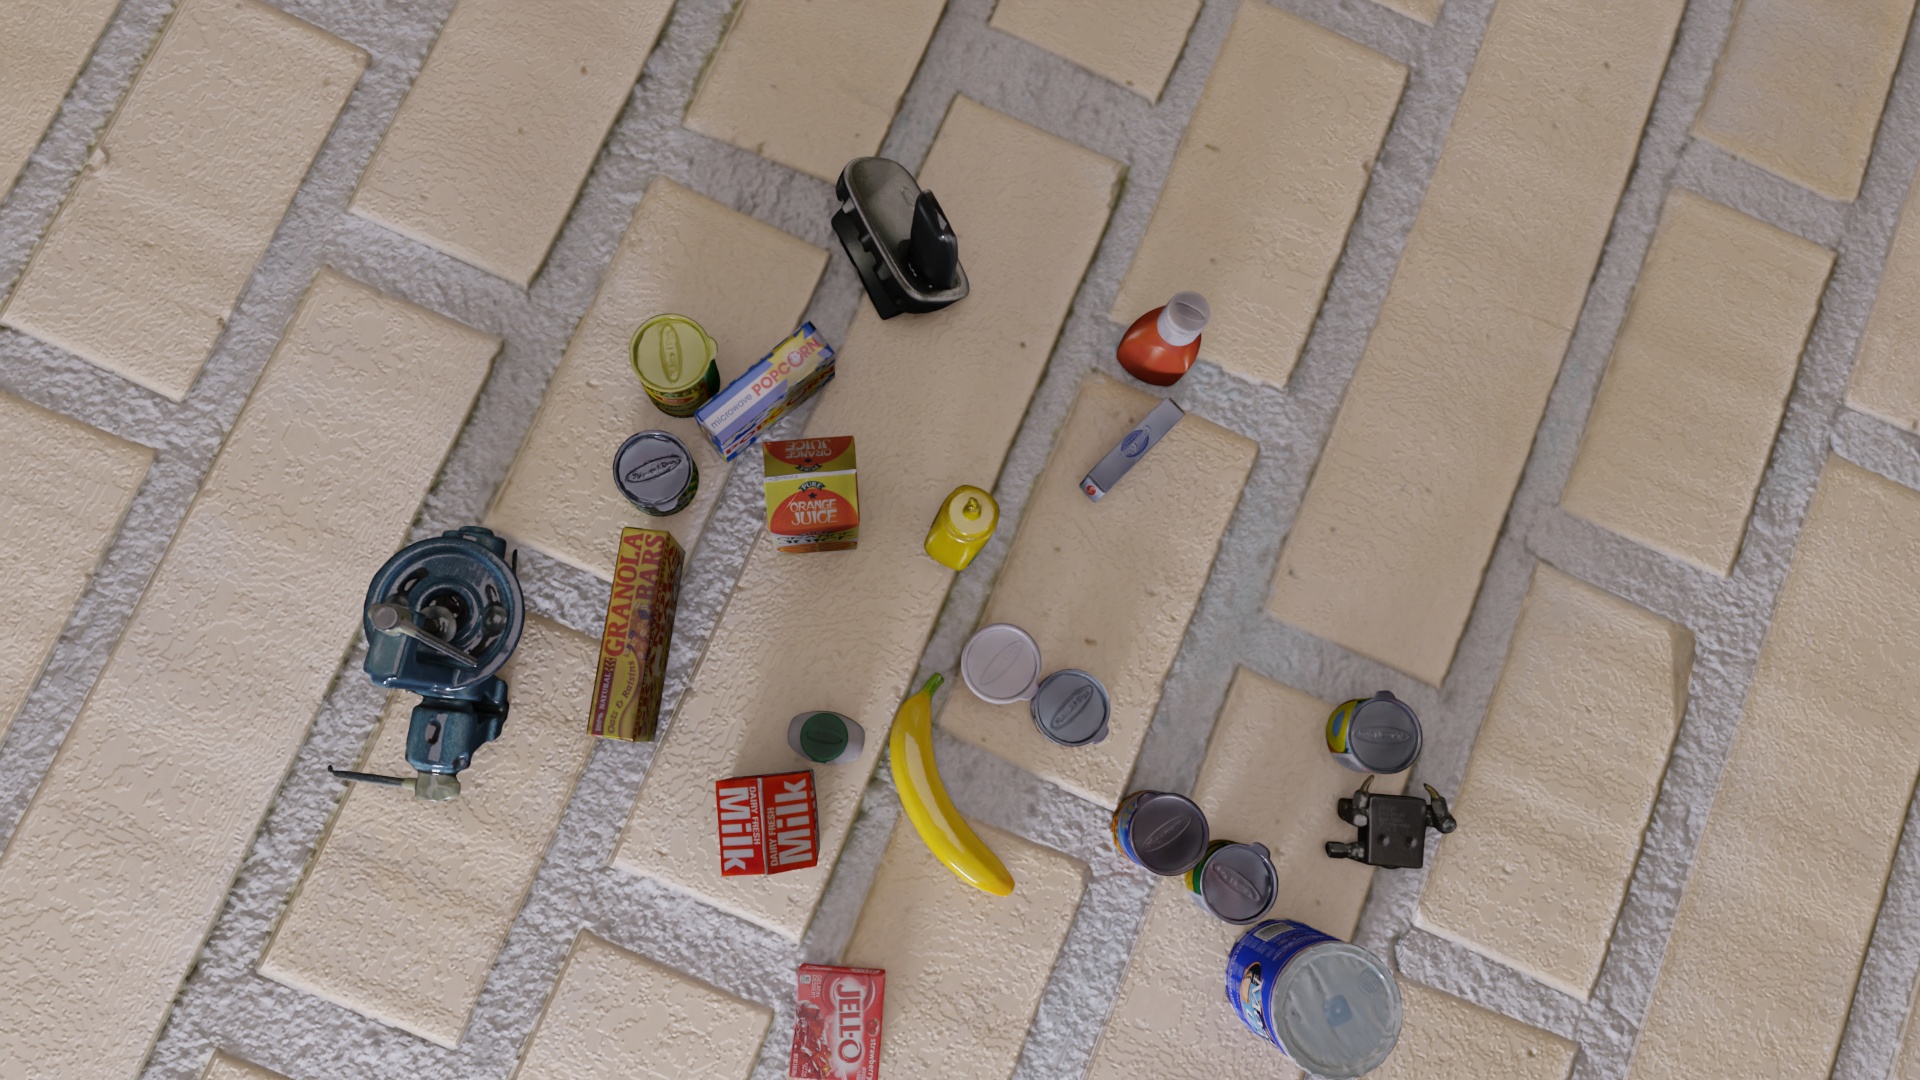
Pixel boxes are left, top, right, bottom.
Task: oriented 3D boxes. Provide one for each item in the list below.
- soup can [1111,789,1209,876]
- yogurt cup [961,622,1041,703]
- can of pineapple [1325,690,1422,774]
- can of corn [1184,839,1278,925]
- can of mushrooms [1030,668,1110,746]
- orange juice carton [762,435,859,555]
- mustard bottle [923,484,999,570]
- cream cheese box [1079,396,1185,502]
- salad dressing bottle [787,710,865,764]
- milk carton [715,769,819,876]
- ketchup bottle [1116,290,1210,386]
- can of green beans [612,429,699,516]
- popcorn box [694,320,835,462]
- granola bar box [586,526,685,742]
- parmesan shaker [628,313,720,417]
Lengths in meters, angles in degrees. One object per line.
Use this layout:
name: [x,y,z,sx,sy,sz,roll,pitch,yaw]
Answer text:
soup can: [0.164,0.241,1.163,0.071,0.083,0.071,1,82,-5]
yogurt cup: [0.033,0.106,1.187,0.072,0.054,0.072,1,82,-5]
can of pineapple: [0.358,0.167,1.205,0.071,0.058,0.071,1,82,-5]
can of corn: [0.230,0.286,1.175,0.071,0.058,0.071,1,82,-5]
can of mushrooms: [0.096,0.146,1.197,0.071,0.033,0.071,1,82,-5]
orange juice carton: [-0.120,-0.037,1.124,0.072,0.192,0.073,-4,83,-5]
mustard bottle: [0.004,-0.014,1.148,0.049,0.160,0.065,31,81,0]
cream cheese box: [0.150,-0.080,1.225,0.104,0.053,0.024,-44,88,-9]
salad dressing bottle: [-0.108,0.158,1.119,0.064,0.147,0.044,12,81,-3]
milk carton: [-0.149,0.218,1.085,0.073,0.190,0.072,-5,83,-6]
ketchup bottle: [0.178,-0.174,1.193,0.065,0.148,0.043,27,81,-1]
can of green beans: [-0.258,-0.056,1.183,0.071,0.057,0.071,1,82,-5]
popcorn box: [-0.166,-0.125,1.188,0.127,0.085,0.038,-40,87,-9]
granola bar box: [-0.262,0.079,1.129,0.039,0.124,0.165,8,81,-4]
parmesan shaker: [-0.237,-0.146,1.176,0.071,0.103,0.071,1,82,-5]
